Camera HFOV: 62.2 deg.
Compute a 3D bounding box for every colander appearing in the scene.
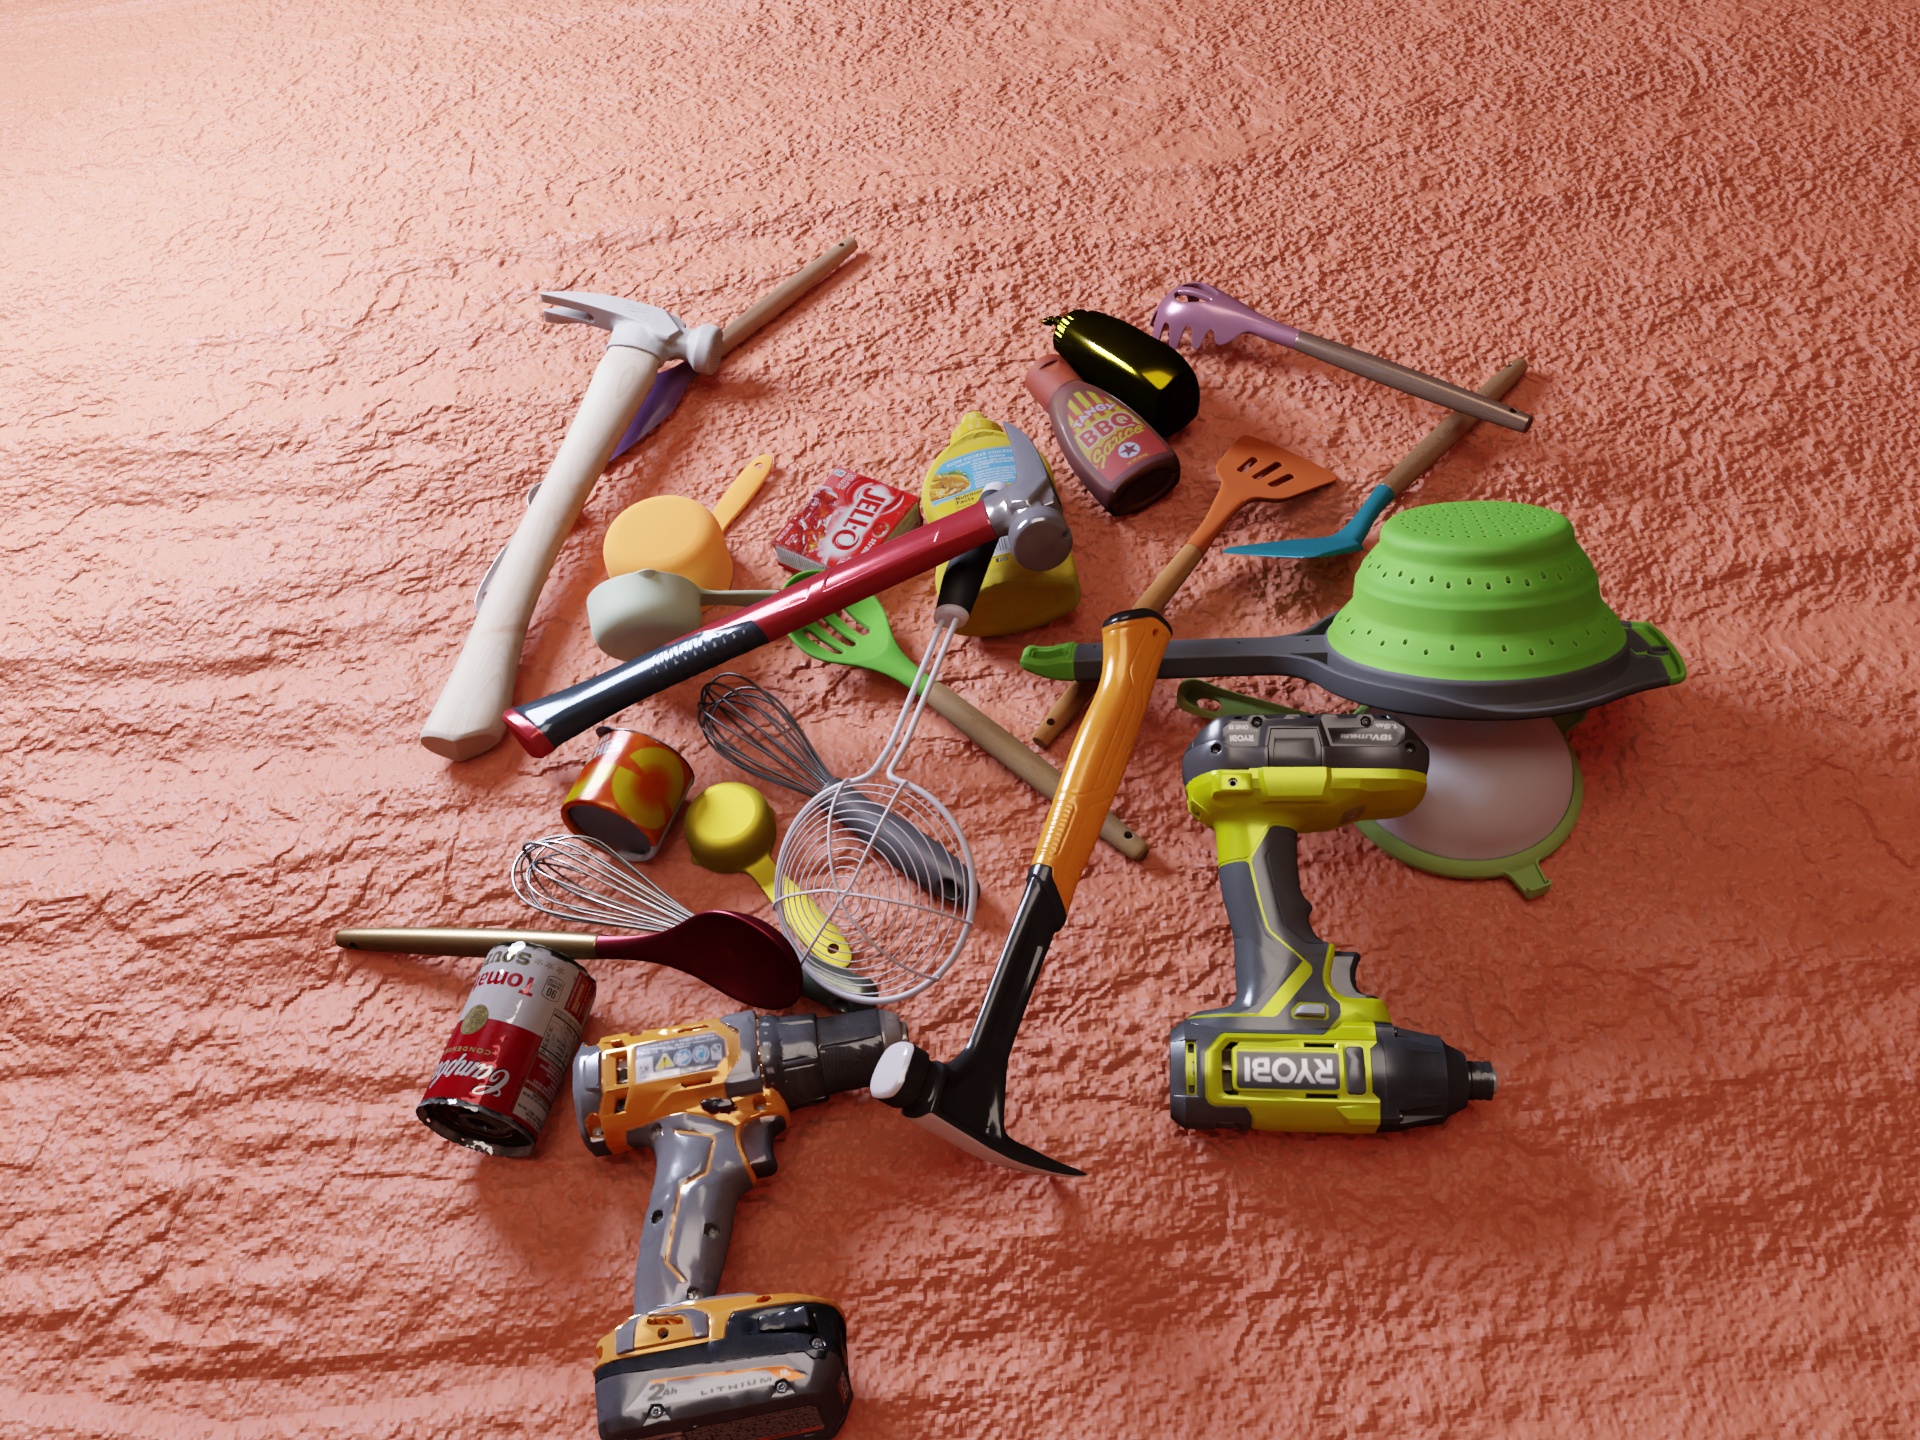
[{"bbox_3d":[0.232,-0.076,0.981,0.397,0.094,0.205,-1,21,11],"label":"colander"}]

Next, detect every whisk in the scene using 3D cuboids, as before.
[{"bbox_3d":[-0.160,0.123,0.951,0.246,0.057,0.059,20,49,14],"label":"whisk"},{"bbox_3d":[-0.080,0.043,1.003,0.239,0.055,0.055,35,63,22],"label":"whisk"}]

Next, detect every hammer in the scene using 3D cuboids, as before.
[{"bbox_3d":[-0.305,-0.154,1.159,0.146,0.038,0.411,14,59,3],"label":"hammer"},{"bbox_3d":[-0.118,-0.076,1.026,0.386,0.038,0.143,-23,36,8],"label":"hammer"},{"bbox_3d":[0.062,0.082,0.894,0.127,0.034,0.337,34,61,-23],"label":"hammer"}]

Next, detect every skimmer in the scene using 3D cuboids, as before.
[{"bbox_3d":[-0.015,-0.001,0.981,0.127,0.090,0.364,0,47,23],"label":"skimmer"}]

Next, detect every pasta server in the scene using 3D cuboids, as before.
[{"bbox_3d":[0.277,-0.270,1.191,0.316,0.040,0.060,29,61,29],"label":"pasta server"}]

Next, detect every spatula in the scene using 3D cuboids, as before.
[{"bbox_3d":[0.315,-0.185,1.130,0.317,0.044,0.082,-41,30,-26],"label":"spatula"},{"bbox_3d":[0.148,-0.094,1.098,0.081,0.041,0.323,30,66,23],"label":"spatula"},{"bbox_3d":[-0.196,-0.307,1.293,0.060,0.018,0.316,35,64,25],"label":"spatula"}]

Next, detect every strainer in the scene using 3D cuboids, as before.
[{"bbox_3d":[0.259,0.002,0.983,0.256,0.069,0.152,17,57,15],"label":"strainer"}]

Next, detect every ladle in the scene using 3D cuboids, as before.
[{"bbox_3d":[-0.235,0.134,0.937,0.315,0.069,0.031,0,31,18],"label":"ladle"}]

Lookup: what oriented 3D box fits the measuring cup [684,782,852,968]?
[{"bbox_3d":[-0.116,0.094,0.976,0.062,0.029,0.157,-34,56,-19],"label":"measuring cup"}]

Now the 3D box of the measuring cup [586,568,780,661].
[{"bbox_3d":[-0.170,-0.068,1.091,0.167,0.083,0.038,-2,66,-16],"label":"measuring cup"}]

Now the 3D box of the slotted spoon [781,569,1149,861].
[{"bbox_3d":[-0.002,-0.003,1.038,0.314,0.031,0.070,37,59,25],"label":"slotted spoon"}]

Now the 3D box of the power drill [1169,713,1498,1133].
[{"bbox_3d":[0.201,0.114,0.881,0.171,0.080,0.223,0,70,7],"label":"power drill"}]

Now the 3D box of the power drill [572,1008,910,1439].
[{"bbox_3d":[-0.106,0.253,0.830,0.185,0.084,0.226,-10,48,-4],"label":"power drill"}]

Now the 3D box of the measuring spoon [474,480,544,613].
[{"bbox_3d":[-0.324,-0.126,1.176,0.034,0.018,0.124,22,64,6],"label":"measuring spoon"}]

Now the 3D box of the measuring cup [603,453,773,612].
[{"bbox_3d":[-0.189,-0.150,1.152,0.095,0.052,0.174,22,60,20],"label":"measuring cup"}]
